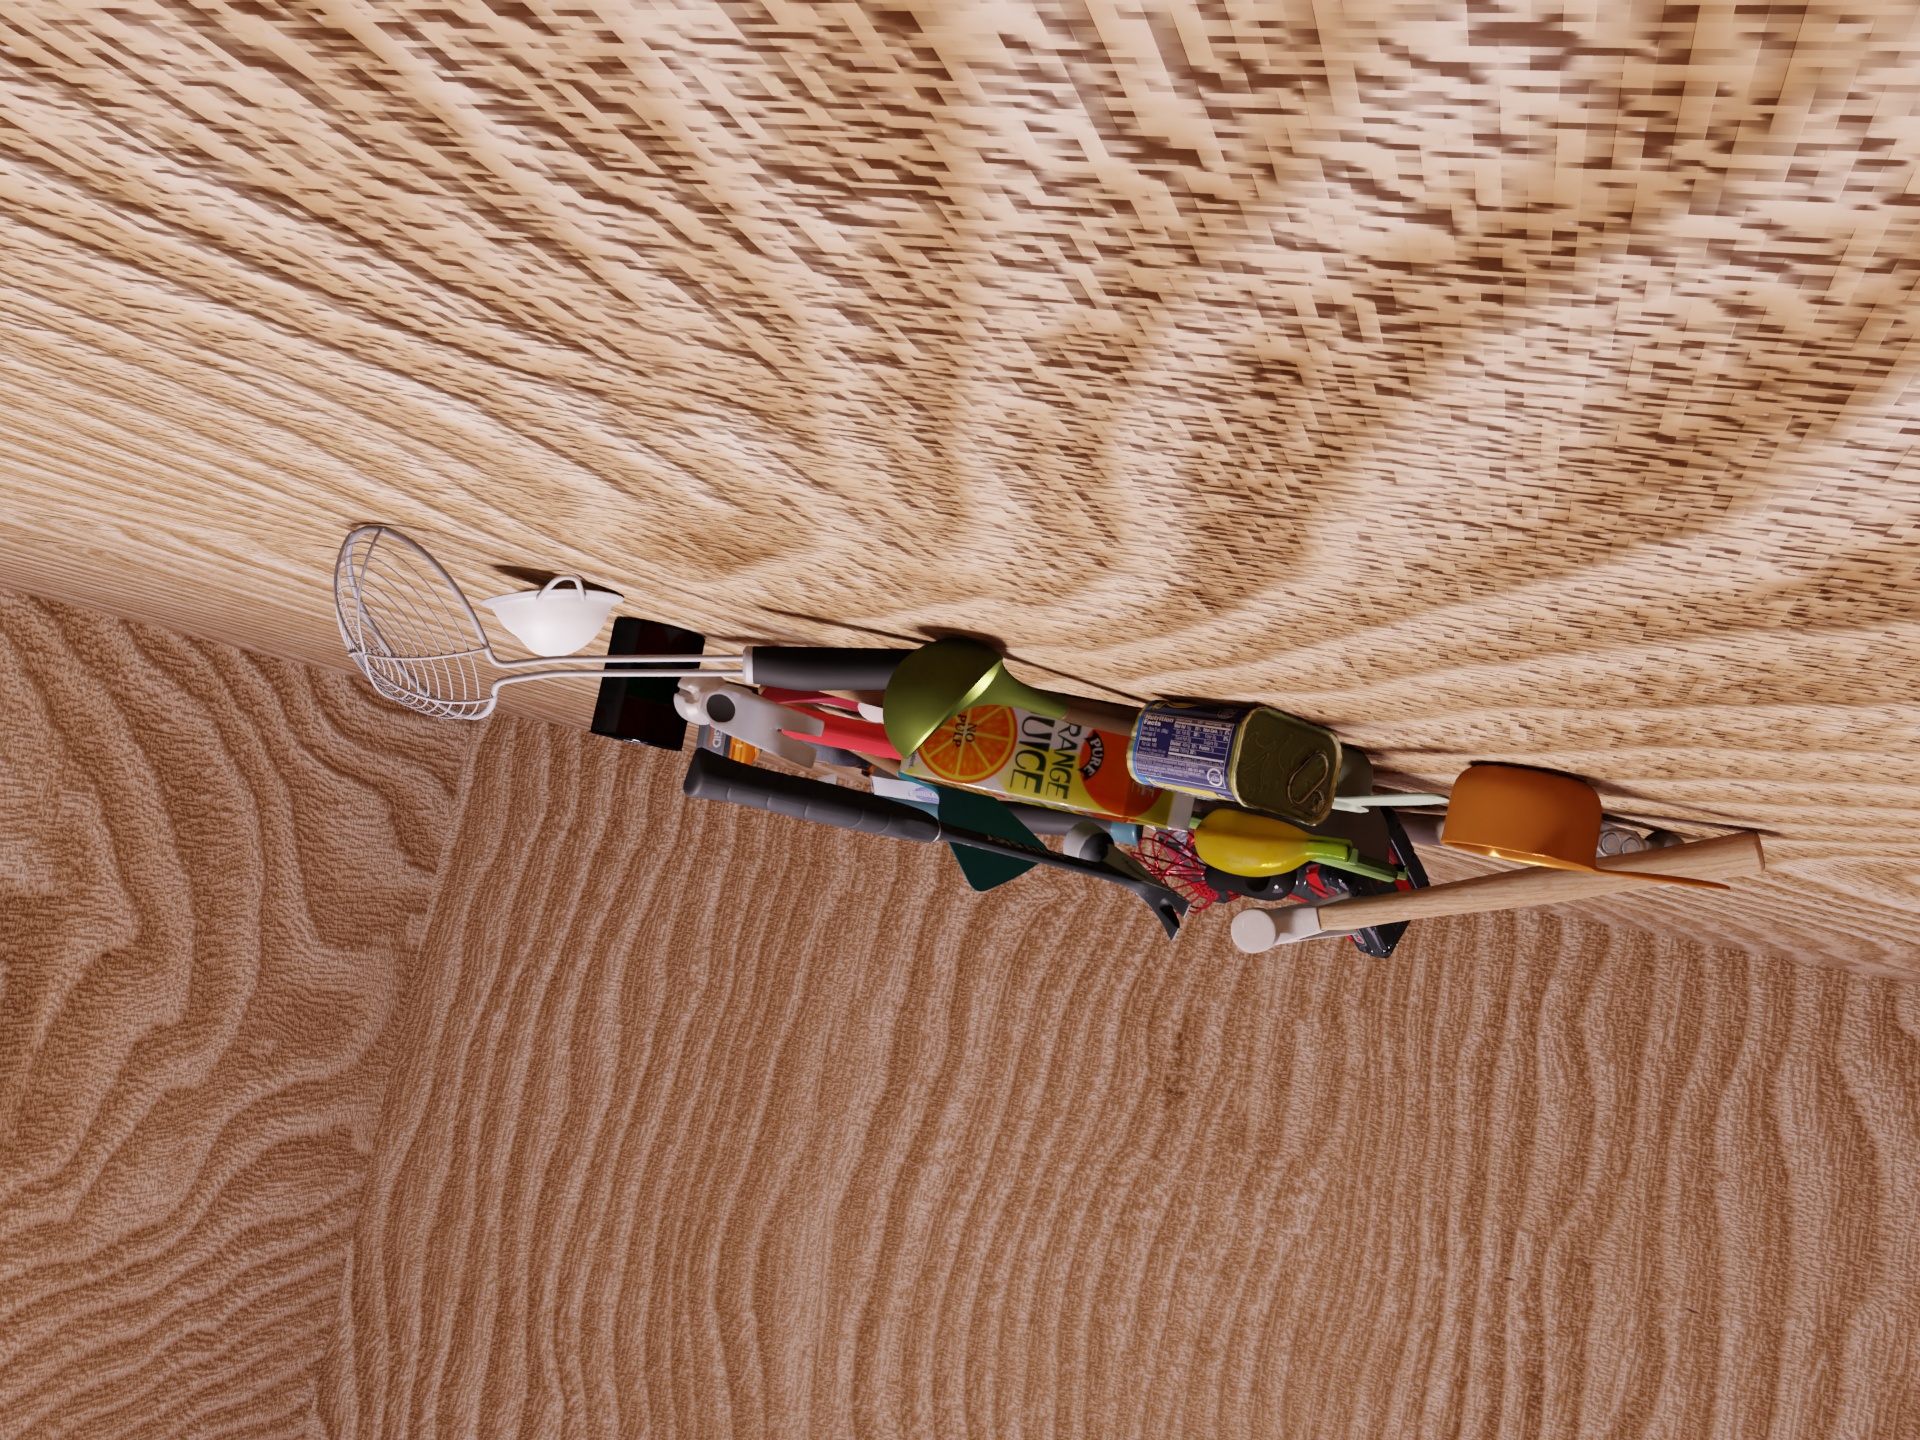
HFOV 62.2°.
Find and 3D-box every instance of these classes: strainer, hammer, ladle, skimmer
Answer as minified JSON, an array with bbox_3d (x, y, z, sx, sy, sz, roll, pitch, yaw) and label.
[{"bbox_3d":[0.197,0.050,1.148,0.256,0.069,0.151,16,179,31],"label":"strainer"},{"bbox_3d":[-0.279,-0.068,1.050,0.087,0.050,0.258,-2,-176,-23],"label":"strainer"},{"bbox_3d":[0.356,0.116,1.066,0.331,0.031,0.130,-12,171,23],"label":"hammer"},{"bbox_3d":[-0.038,0.000,1.325,0.315,0.031,0.069,14,168,-43],"label":"ladle"},{"bbox_3d":[-0.183,-0.052,0.928,0.363,0.090,0.127,1,132,-4],"label":"skimmer"},{"bbox_3d":[0.012,0.081,1.396,0.331,0.033,0.128,3,170,31],"label":"hammer"},{"bbox_3d":[0.378,0.086,1.276,0.146,0.038,0.411,15,175,-16],"label":"hammer"},{"bbox_3d":[-0.010,0.079,1.085,0.408,0.036,0.149,17,-169,-38],"label":"hammer"},{"bbox_3d":[0.082,0.005,0.948,0.320,0.062,0.078,11,133,-42],"label":"ladle"},{"bbox_3d":[-0.021,0.024,1.190,0.143,0.038,0.386,20,-175,43],"label":"hammer"}]

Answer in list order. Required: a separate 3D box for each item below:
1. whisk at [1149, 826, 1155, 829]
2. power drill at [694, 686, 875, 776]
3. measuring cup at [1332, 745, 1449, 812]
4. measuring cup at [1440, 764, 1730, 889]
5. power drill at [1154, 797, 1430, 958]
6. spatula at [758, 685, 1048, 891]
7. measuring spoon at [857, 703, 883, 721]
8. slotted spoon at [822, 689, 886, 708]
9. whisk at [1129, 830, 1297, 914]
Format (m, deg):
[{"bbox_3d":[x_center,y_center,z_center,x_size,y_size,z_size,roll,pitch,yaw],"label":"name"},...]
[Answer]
[{"bbox_3d":[0.126,0.061,1.403,0.284,0.070,0.070,13,175,-13],"label":"whisk"},{"bbox_3d":[-0.141,0.024,1.543,0.226,0.084,0.164,8,175,-9],"label":"power drill"},{"bbox_3d":[0.244,0.032,0.977,0.083,0.038,0.167,14,173,-22],"label":"measuring cup"},{"bbox_3d":[0.376,0.064,0.947,0.173,0.052,0.095,10,175,-2],"label":"measuring cup"},{"bbox_3d":[0.253,0.106,1.287,0.220,0.078,0.143,12,147,46],"label":"power drill"},{"bbox_3d":[-0.065,0.040,1.306,0.082,0.044,0.318,-24,-141,-38],"label":"spatula"},{"bbox_3d":[-0.032,-0.002,1.268,0.034,0.018,0.124,-35,150,32],"label":"measuring spoon"},{"bbox_3d":[-0.002,-0.004,1.202,0.313,0.031,0.070,14,179,-14],"label":"slotted spoon"},{"bbox_3d":[0.185,0.113,1.175,0.073,0.073,0.296,12,173,-9],"label":"whisk"}]
